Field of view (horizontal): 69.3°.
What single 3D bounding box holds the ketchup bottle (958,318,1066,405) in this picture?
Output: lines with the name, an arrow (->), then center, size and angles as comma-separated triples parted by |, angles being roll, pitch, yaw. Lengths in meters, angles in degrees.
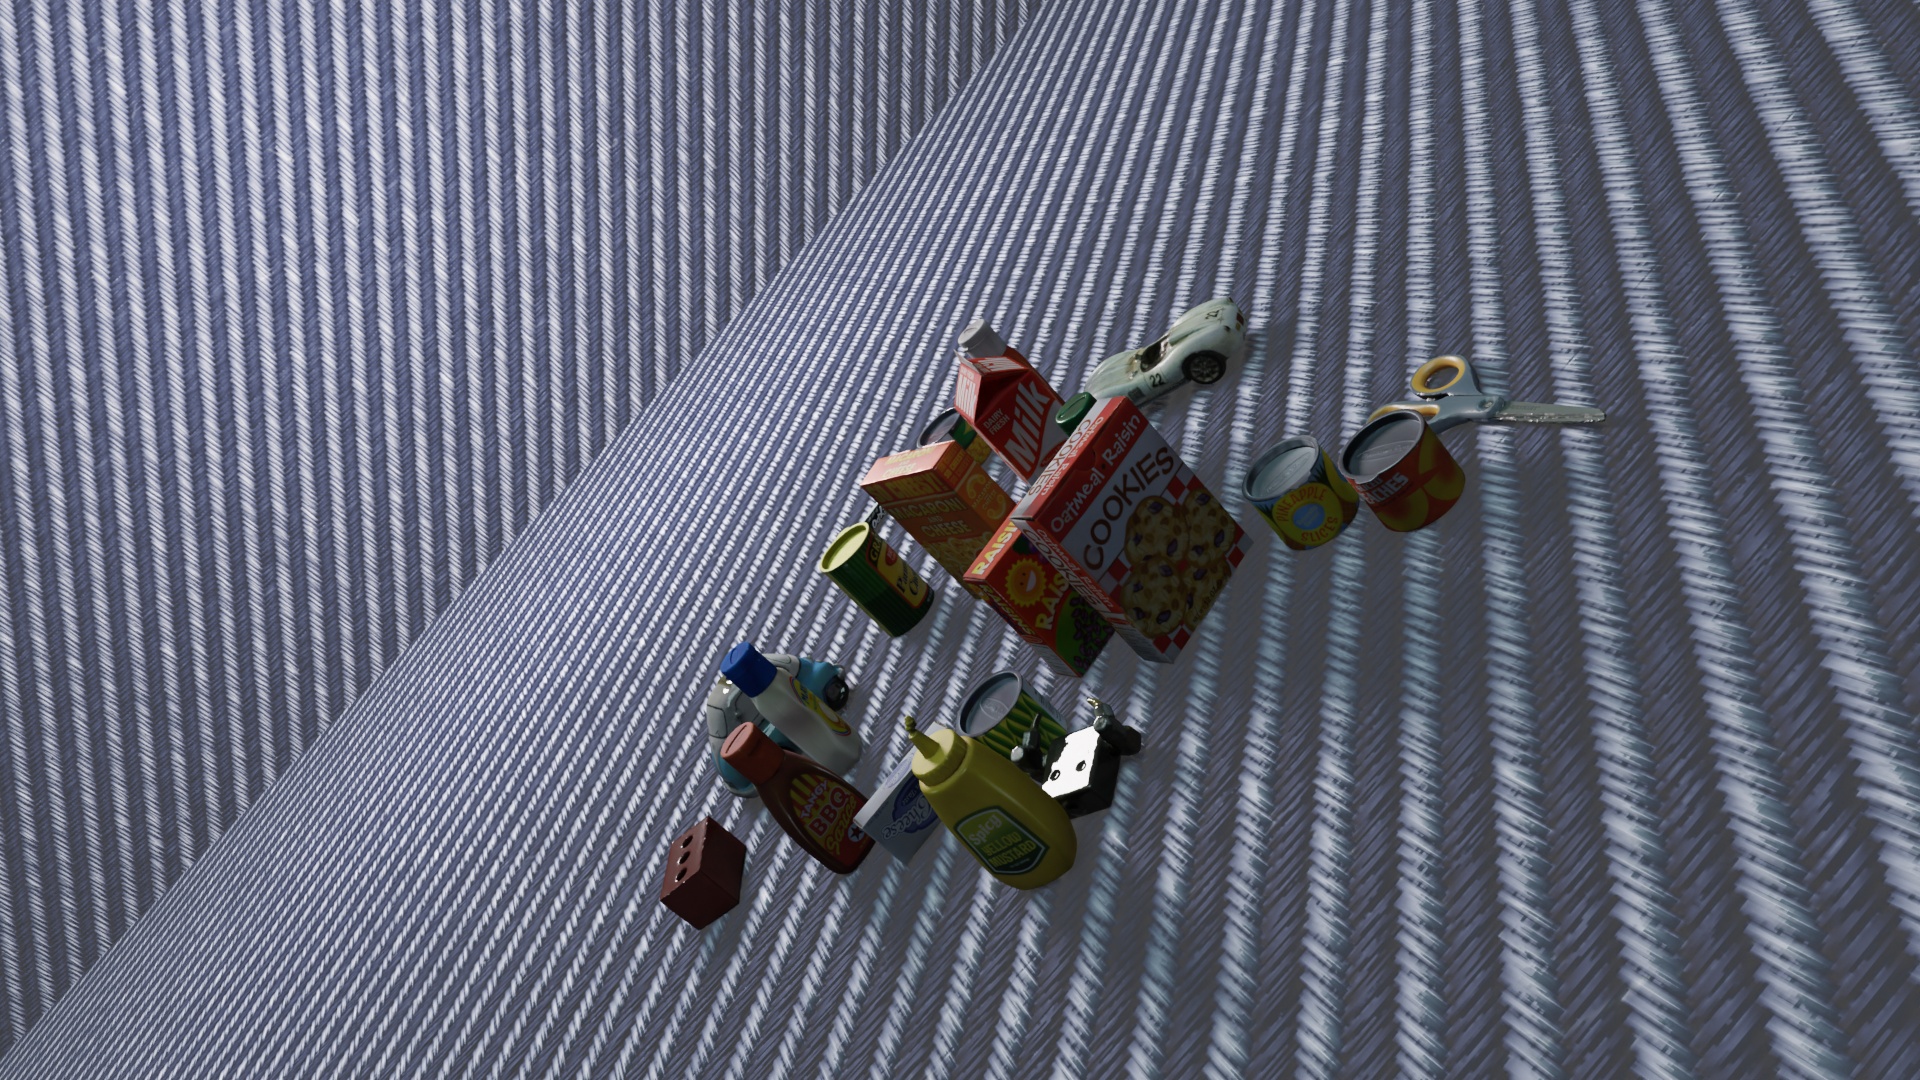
ketchup bottle -> 0.058, -0.166, 1.451 | 0.043, 0.148, 0.064 | -51, 24, -15

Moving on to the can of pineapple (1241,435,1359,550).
can of pineapple -> 0.252, -0.034, 1.026 | 0.071, 0.057, 0.071 | -36, 24, 19

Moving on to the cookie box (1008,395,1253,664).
cookie box -> 0.131, -0.007, 1.040 | 0.123, 0.167, 0.040 | -53, 24, -19

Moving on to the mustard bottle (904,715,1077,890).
mustard bottle -> 0.012, 0.173, 0.940 | 0.065, 0.160, 0.049 | -34, 25, 24

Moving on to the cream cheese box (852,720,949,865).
cream cheese box -> -0.031, 0.200, 1.102 | 0.104, 0.053, 0.024 | -50, 23, -12

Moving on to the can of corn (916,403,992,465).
can of corn -> -0.005, -0.111, 1.576 | 0.071, 0.058, 0.071 | -36, 24, 19

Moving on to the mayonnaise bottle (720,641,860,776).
mayonnaise bottle -> -0.154, 0.151, 1.263 | 0.041, 0.148, 0.065 | -41, 23, 8

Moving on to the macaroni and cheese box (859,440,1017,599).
macaroni and cheese box -> 0.005, -0.016, 1.263 | 0.123, 0.166, 0.040 | -9, 42, 54

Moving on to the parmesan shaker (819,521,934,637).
parmesan shaker -> -0.083, 0.038, 1.395 | 0.071, 0.103, 0.071 | -36, 24, 19

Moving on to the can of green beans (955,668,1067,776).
can of green beans -> 0.040, 0.143, 1.076 | 0.071, 0.057, 0.071 | -36, 24, 19

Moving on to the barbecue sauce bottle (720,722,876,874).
barbecue sauce bottle -> -0.131, 0.206, 1.133 | 0.043, 0.148, 0.065 | -8, 43, 55

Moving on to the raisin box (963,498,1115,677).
raisin box -> 0.073, 0.038, 1.115 | 0.086, 0.123, 0.040 | -52, 24, -17

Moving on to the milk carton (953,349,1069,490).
milk carton -> 0.063, -0.103, 1.283 | 0.073, 0.190, 0.072 | -44, 23, 1

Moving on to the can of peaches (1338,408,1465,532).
can of peaches -> 0.305, -0.046, 0.961 | 0.071, 0.058, 0.071 | -36, 24, 19

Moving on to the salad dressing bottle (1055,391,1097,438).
salad dressing bottle -> 0.138, -0.059, 1.142 | 0.064, 0.147, 0.044 | -37, 24, 16
